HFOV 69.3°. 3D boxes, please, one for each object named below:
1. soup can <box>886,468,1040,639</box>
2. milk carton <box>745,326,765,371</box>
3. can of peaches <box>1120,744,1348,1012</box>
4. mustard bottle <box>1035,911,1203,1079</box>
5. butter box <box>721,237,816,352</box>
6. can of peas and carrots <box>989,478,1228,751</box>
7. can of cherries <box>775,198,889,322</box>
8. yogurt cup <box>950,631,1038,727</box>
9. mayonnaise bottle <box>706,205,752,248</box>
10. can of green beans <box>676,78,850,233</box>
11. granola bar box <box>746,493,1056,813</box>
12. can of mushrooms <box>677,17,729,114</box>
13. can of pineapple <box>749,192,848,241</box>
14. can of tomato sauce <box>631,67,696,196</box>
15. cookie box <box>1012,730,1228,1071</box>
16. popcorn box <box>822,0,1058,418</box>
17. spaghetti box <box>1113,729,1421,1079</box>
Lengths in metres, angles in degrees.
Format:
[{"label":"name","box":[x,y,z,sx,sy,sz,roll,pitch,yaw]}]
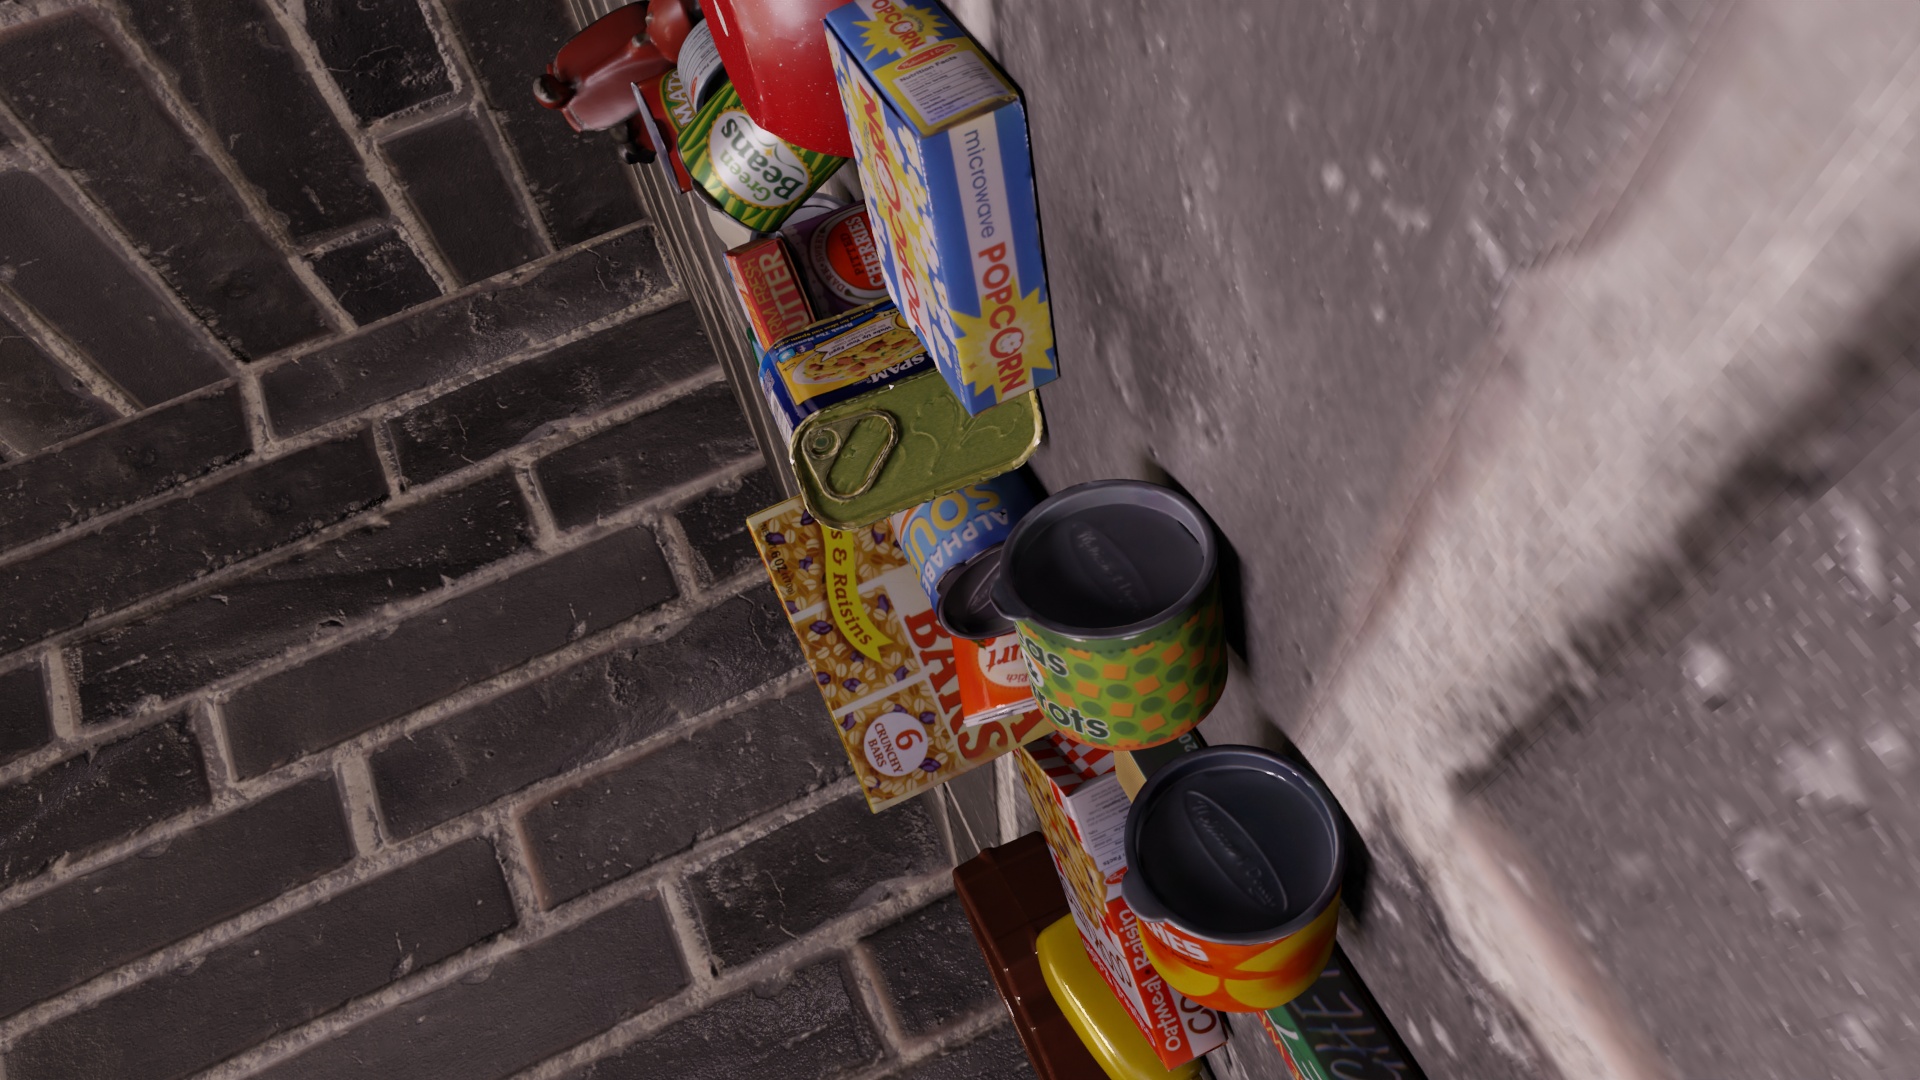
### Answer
[{"label":"soup can","box":[0.002,-0.008,0.630,0.071,0.071,0.084,78,166,-52]},{"label":"milk carton","box":[-0.064,-0.060,0.882,0.072,0.073,0.191,83,161,-61]},{"label":"can of peaches","box":[0.084,0.108,0.438,0.057,0.071,0.071,75,167,-50]},{"label":"mustard bottle","box":[0.107,0.301,0.846,0.160,0.065,0.048,58,165,23]},{"label":"butter box","box":[-0.091,-0.116,0.661,0.103,0.024,0.053,-137,25,-73]},{"label":"can of peas and carrots","box":[0.048,0.025,0.438,0.071,0.071,0.058,-123,12,-45]},{"label":"can of cherries","box":[-0.048,-0.127,0.661,0.071,0.058,0.071,159,88,-82]},{"label":"yogurt cup","box":[0.027,0.056,0.676,0.072,0.072,0.054,121,133,-79]},{"label":"mayonnaise bottle","box":[-0.105,-0.179,0.862,0.148,0.065,0.041,55,163,34]},{"label":"can of green beans","box":[-0.092,-0.192,0.668,0.071,0.057,0.071,36,-147,-28]},{"label":"granola bar box","box":[-0.022,0.039,0.720,0.039,0.124,0.165,166,80,-81]},{"label":"can of mushrooms","box":[-0.105,-0.234,0.699,0.070,0.071,0.033,86,158,-65]},{"label":"can of pineapple","box":[-0.080,-0.149,0.771,0.057,0.071,0.071,94,151,-73]},{"label":"can of tomato sauce","box":[-0.135,-0.243,0.792,0.071,0.083,0.071,158,88,-81]},{"label":"cookie box","box":[0.082,0.182,0.754,0.123,0.040,0.167,-143,31,-73]},{"label":"popcorn box","box":[-0.006,-0.118,0.491,0.085,0.038,0.126,58,168,38]},{"label":"spaghetti box","box":[0.123,0.163,0.491,0.050,0.029,0.251,76,167,-51]}]
